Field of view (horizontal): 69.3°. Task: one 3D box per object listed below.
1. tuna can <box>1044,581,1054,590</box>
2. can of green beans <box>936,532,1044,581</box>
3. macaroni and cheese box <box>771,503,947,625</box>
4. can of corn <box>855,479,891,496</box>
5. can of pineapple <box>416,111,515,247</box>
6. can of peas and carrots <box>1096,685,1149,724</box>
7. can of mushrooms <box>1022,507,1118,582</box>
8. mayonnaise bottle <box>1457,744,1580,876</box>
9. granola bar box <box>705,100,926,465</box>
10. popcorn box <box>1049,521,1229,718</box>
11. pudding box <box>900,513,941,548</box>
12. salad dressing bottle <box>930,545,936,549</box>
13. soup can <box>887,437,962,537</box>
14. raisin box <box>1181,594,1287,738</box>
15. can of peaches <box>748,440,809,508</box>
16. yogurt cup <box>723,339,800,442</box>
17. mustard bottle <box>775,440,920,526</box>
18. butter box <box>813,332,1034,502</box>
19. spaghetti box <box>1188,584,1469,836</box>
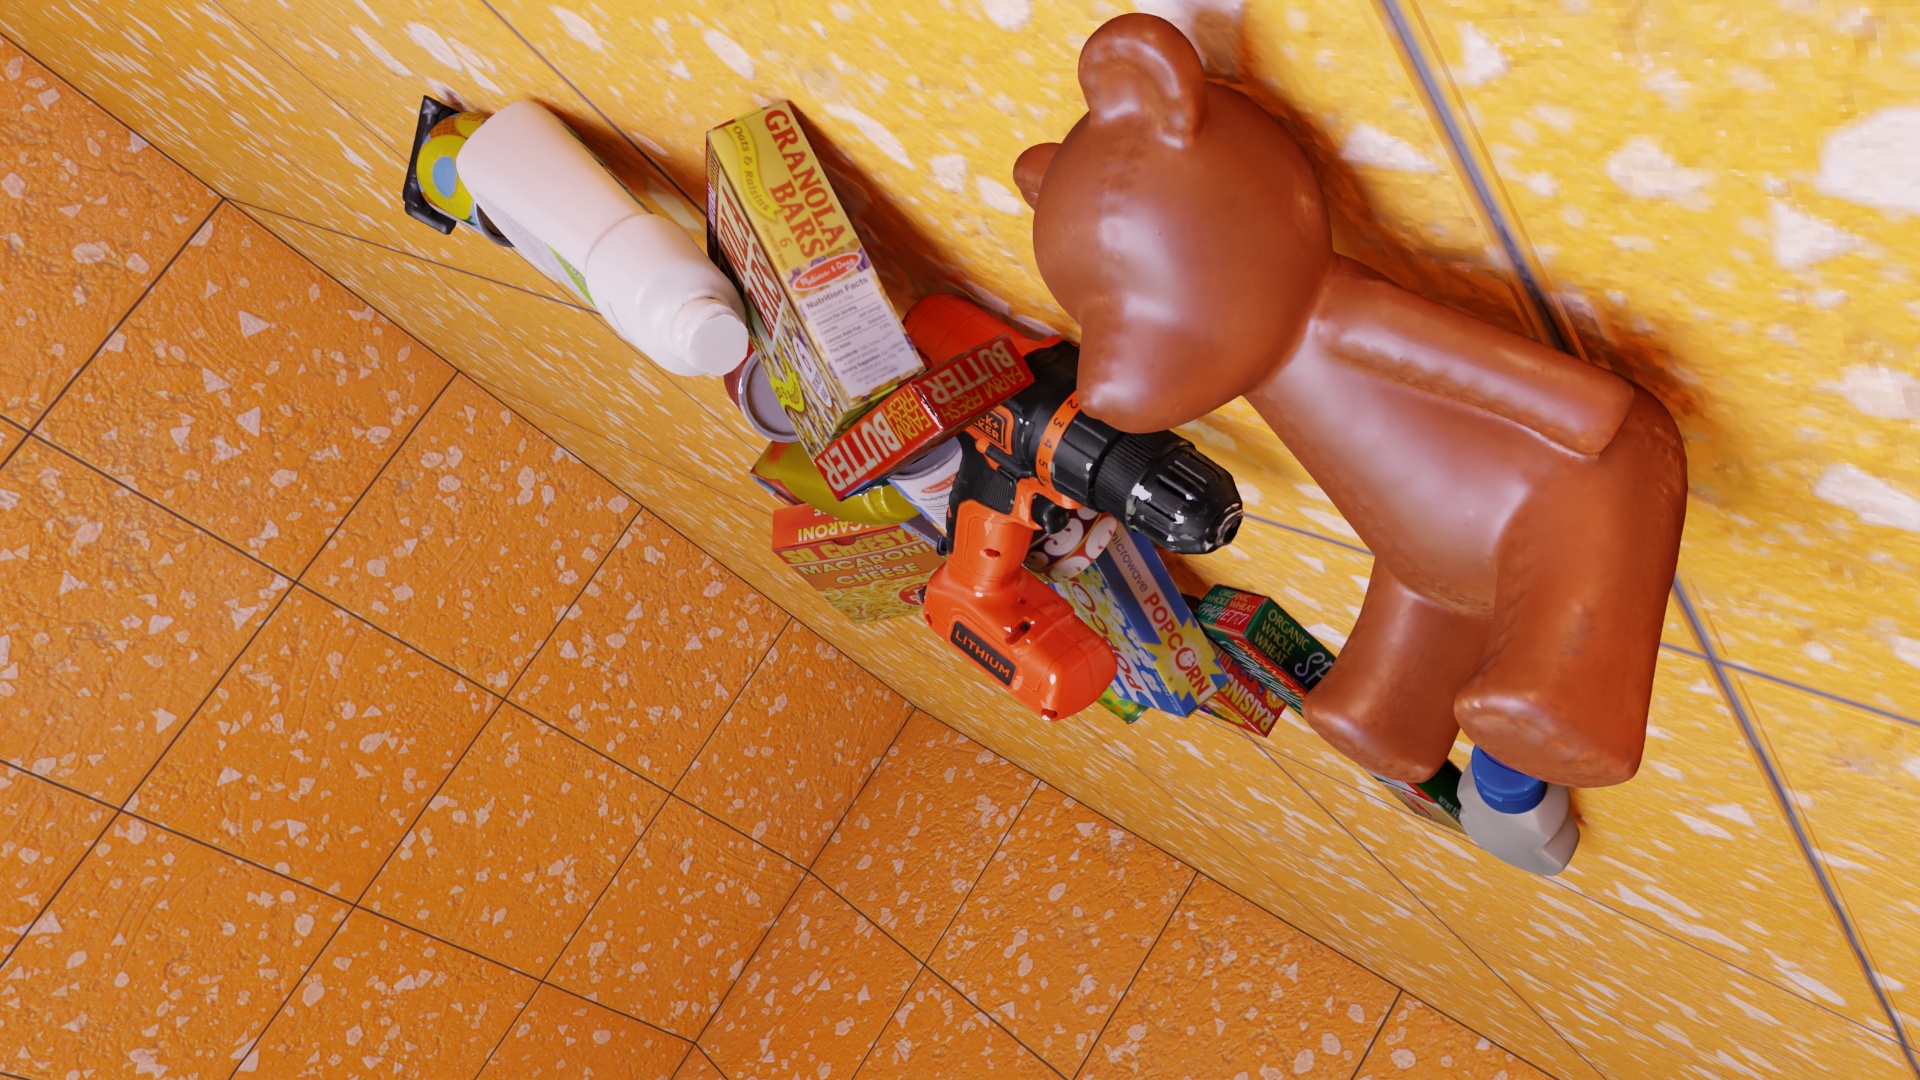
[{"bbox_3d":[0.070,0.052,0.993,0.071,0.071,0.033,38,168,-23],"label":"tuna can"},{"bbox_3d":[0.027,-0.002,0.881,0.058,0.071,0.071,36,170,-16],"label":"can of green beans"},{"bbox_3d":[-0.063,0.015,1.145,0.123,0.040,0.166,-11,153,17],"label":"macaroni and cheese box"},{"bbox_3d":[-0.061,-0.069,0.822,0.071,0.071,0.058,29,168,23],"label":"can of corn"},{"bbox_3d":[-0.280,-0.218,0.832,0.058,0.071,0.071,29,169,26],"label":"can of pineapple"},{"bbox_3d":[0.122,0.096,1.046,0.059,0.071,0.071,35,170,-1],"label":"can of peas and carrots"},{"bbox_3d":[0.051,-0.011,0.746,0.033,0.071,0.071,37,169,-26],"label":"can of mushrooms"},{"bbox_3d":[0.306,0.143,0.765,0.065,0.041,0.147,25,166,32],"label":"mayonnaise bottle"},{"bbox_3d":[-0.071,-0.106,0.624,0.124,0.039,0.165,63,169,0],"label":"granola bar box"},{"bbox_3d":[0.096,0.038,0.820,0.126,0.038,0.085,59,162,-14],"label":"popcorn box"},{"bbox_3d":[0.003,-0.012,0.956,0.084,0.050,0.030,32,171,12],"label":"pudding box"},{"bbox_3d":[0.033,0.019,1.034,0.147,0.044,0.064,39,168,-34],"label":"salad dressing bottle"},{"bbox_3d":[-0.004,-0.045,0.784,0.071,0.071,0.083,25,168,39],"label":"soup can"},{"bbox_3d":[0.154,0.077,0.933,0.123,0.040,0.086,42,166,-33],"label":"raisin box"},{"bbox_3d":[-0.128,-0.058,1.129,0.071,0.058,0.071,33,170,7],"label":"can of peaches"},{"bbox_3d":[-0.115,-0.101,0.874,0.072,0.072,0.054,40,176,-33],"label":"yogurt cup"},{"bbox_3d":[-0.059,-0.038,0.893,0.065,0.049,0.160,38,166,-33],"label":"mustard bottle"},{"bbox_3d":[-0.017,-0.049,0.574,0.024,0.053,0.103,60,149,-1],"label":"butter box"},{"bbox_3d":[0.235,0.106,0.844,0.249,0.029,0.050,39,169,-27],"label":"spaghetti box"}]
